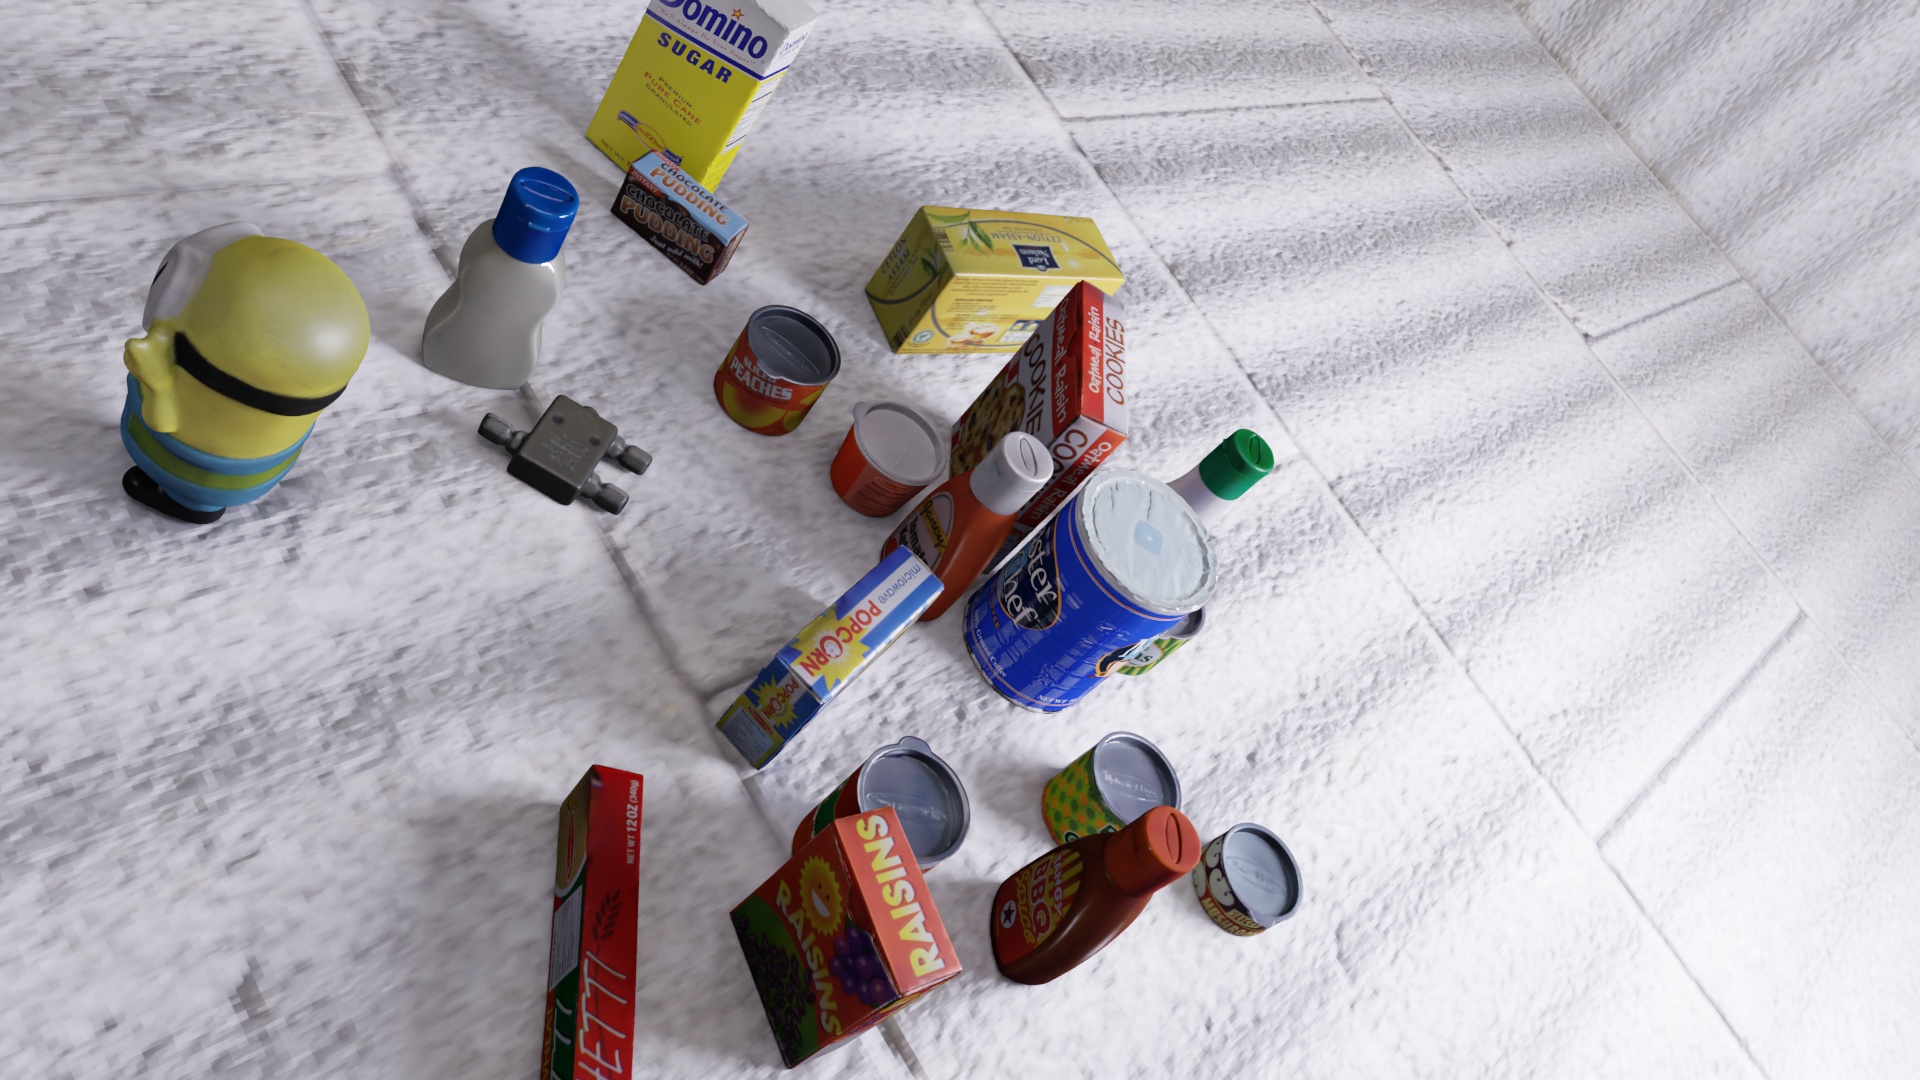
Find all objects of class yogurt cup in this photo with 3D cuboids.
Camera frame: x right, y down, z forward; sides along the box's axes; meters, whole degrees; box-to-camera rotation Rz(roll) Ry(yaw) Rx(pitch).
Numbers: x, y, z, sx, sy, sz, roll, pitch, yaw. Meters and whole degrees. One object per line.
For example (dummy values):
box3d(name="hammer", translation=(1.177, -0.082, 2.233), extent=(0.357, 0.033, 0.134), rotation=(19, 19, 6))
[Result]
box3d(name="yogurt cup", translation=(-0.050, -0.052, 0.918), extent=(0.072, 0.053, 0.073), rotation=(20, 48, -23))

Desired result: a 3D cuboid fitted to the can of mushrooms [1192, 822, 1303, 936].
box3d(name="can of mushrooms", translation=(0.185, 0.221, 0.894), extent=(0.071, 0.033, 0.071), rotation=(20, 48, -23))

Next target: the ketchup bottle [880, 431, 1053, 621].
box3d(name="ketchup bottle", translation=(0.003, -0.011, 0.856), extent=(0.043, 0.148, 0.065), rotation=(7, 54, -33))

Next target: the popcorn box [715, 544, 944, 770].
box3d(name="popcorn box", translation=(-0.072, 0.065, 0.789), extent=(0.038, 0.084, 0.127), rotation=(46, 43, 2))

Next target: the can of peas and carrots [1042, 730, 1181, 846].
box3d(name="can of peas and carrots", translation=(0.093, 0.161, 0.854), extent=(0.071, 0.058, 0.071), rotation=(20, 48, -23))

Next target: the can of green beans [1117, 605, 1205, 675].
box3d(name="can of green beans", translation=(0.126, 0.053, 0.963), extent=(0.071, 0.057, 0.071), rotation=(20, 48, -23))

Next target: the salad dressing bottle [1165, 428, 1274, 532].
box3d(name="salad dressing bottle", translation=(0.160, -0.023, 0.981), extent=(0.044, 0.147, 0.064), rotation=(28, 45, -16))

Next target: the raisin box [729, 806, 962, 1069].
box3d(name="raisin box", translation=(-0.059, 0.193, 0.672), extent=(0.040, 0.122, 0.086), rotation=(-6, 62, -39))

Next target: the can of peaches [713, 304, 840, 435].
box3d(name="can of peaches", translation=(-0.122, -0.109, 0.907), extent=(0.071, 0.057, 0.071), rotation=(20, 48, -23))

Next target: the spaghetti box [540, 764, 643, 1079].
box3d(name="spaghetti box", translation=(-0.167, 0.225, 0.621), extent=(0.029, 0.050, 0.251), rotation=(14, 51, -28))

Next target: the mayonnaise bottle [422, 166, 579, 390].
box3d(name="mayonnaise bottle", translation=(-0.252, -0.144, 0.773), extent=(0.065, 0.147, 0.041), rotation=(15, 50, -27))

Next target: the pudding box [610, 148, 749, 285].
box3d(name="pudding box", translation=(-0.191, -0.221, 0.948), extent=(0.083, 0.049, 0.030), rotation=(39, 43, -5))

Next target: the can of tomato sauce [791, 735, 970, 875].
box3d(name="can of tomato sauce", translation=(-0.044, 0.154, 0.742), extent=(0.071, 0.082, 0.071), rotation=(20, 48, -23))

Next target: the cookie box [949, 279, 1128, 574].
box3d(name="cookie box", translation=(0.047, -0.074, 0.924), extent=(0.040, 0.166, 0.123), rotation=(22, 47, -21))

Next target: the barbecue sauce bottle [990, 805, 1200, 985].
box3d(name="barbecue sauce bottle", translation=(0.071, 0.189, 0.752), extent=(0.043, 0.147, 0.065), rotation=(21, 48, -23))
